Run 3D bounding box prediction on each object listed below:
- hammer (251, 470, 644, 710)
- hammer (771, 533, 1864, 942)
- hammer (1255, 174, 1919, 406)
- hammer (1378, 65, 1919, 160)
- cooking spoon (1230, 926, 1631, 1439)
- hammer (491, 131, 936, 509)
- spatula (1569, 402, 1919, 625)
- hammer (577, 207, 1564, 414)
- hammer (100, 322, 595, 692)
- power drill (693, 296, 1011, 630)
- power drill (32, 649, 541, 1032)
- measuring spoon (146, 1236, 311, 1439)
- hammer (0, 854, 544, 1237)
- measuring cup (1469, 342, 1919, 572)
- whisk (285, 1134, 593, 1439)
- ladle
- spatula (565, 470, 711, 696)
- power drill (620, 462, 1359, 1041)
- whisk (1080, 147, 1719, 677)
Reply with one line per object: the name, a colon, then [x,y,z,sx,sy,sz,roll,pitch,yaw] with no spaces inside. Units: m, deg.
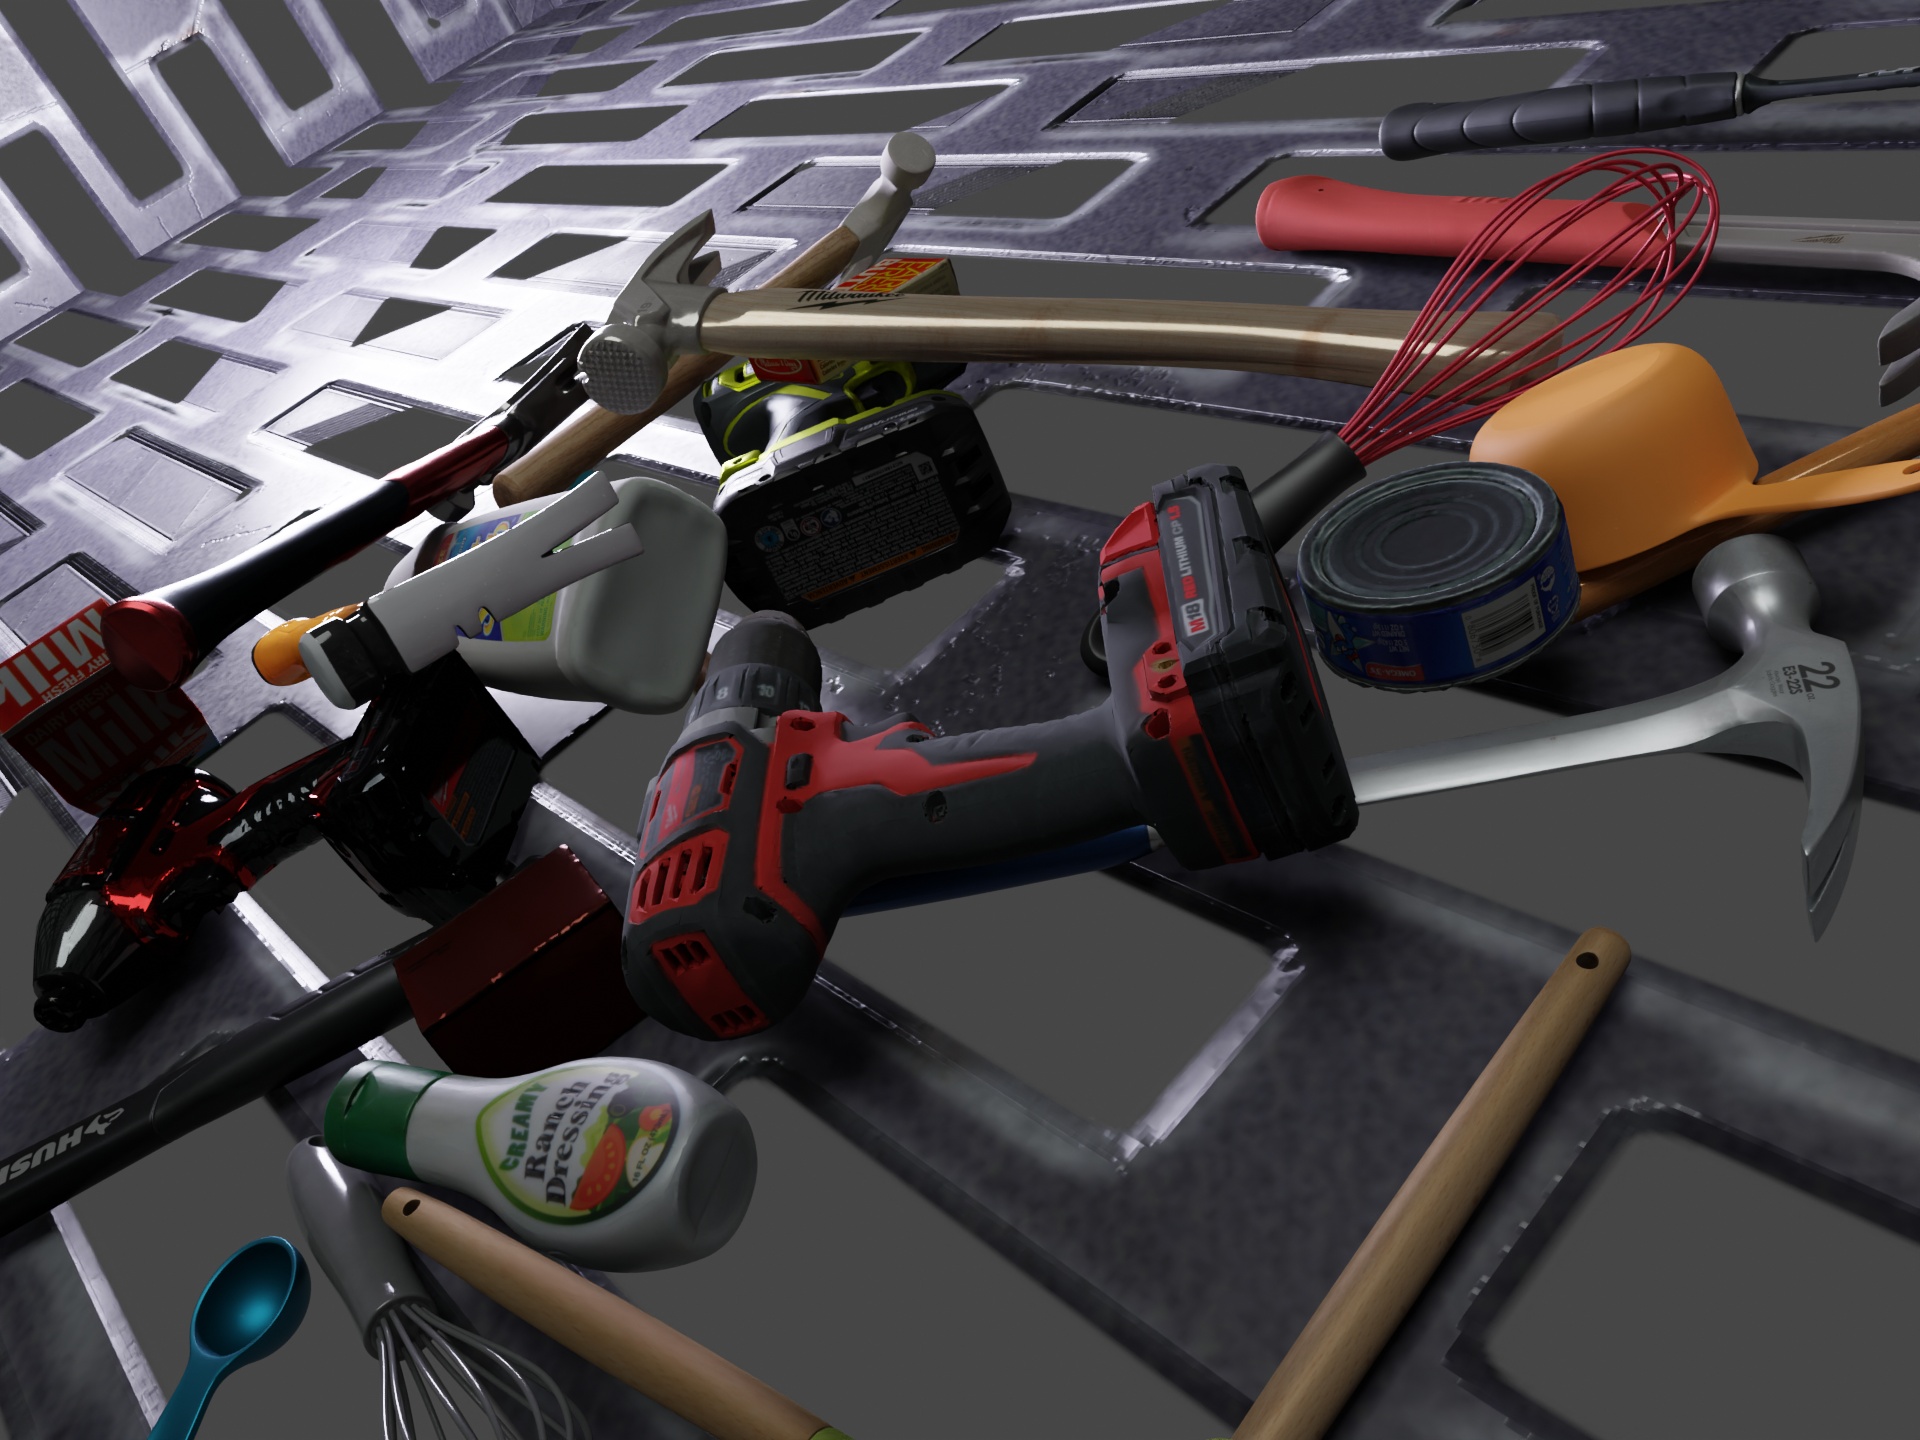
hammer: [-0.254,-0.044,0.699,0.127,0.034,0.337,-35,17,-28]
hammer: [0.073,0.034,0.524,0.405,0.035,0.144,-12,37,20]
hammer: [0.273,-0.214,0.715,0.149,0.036,0.359,-42,38,-21]
hammer: [0.369,-0.283,0.721,0.149,0.036,0.409,-27,27,-34]
cooking spoon: [0.077,0.164,0.371,0.069,0.017,0.319,21,56,42]
hammer: [-0.139,-0.217,0.913,0.331,0.031,0.130,-47,1,-30]
spatula: [0.313,-0.085,0.537,0.322,0.041,0.081,-27,34,7]
hammer: [0.048,-0.177,0.704,0.410,0.038,0.146,5,41,11]
hammer: [-0.266,-0.105,0.743,0.143,0.038,0.386,-36,14,16]
power drill: [-0.050,-0.147,0.803,0.171,0.080,0.223,-22,32,7]
power drill: [-0.309,0.058,0.707,0.219,0.078,0.143,-19,34,16]
measuring spoon: [-0.241,0.228,0.499,0.042,0.021,0.129,-5,49,30]
hammer: [-0.294,0.147,0.616,0.335,0.035,0.146,-28,34,-3]
measuring cup: [0.237,-0.092,0.515,0.095,0.052,0.174,-34,13,-15]
whisk: [-0.167,0.182,0.483,0.055,0.055,0.239,-41,33,-19]
ladle: [-0.058,0.162,0.389,0.320,0.062,0.078,9,43,40]
spatula: [-0.131,-0.028,0.728,0.082,0.044,0.318,-54,39,3]
power drill: [-0.001,-0.002,0.524,0.226,0.080,0.188,-20,34,15]
whisk: [0.163,-0.114,0.608,0.296,0.073,0.073,-39,35,6]
